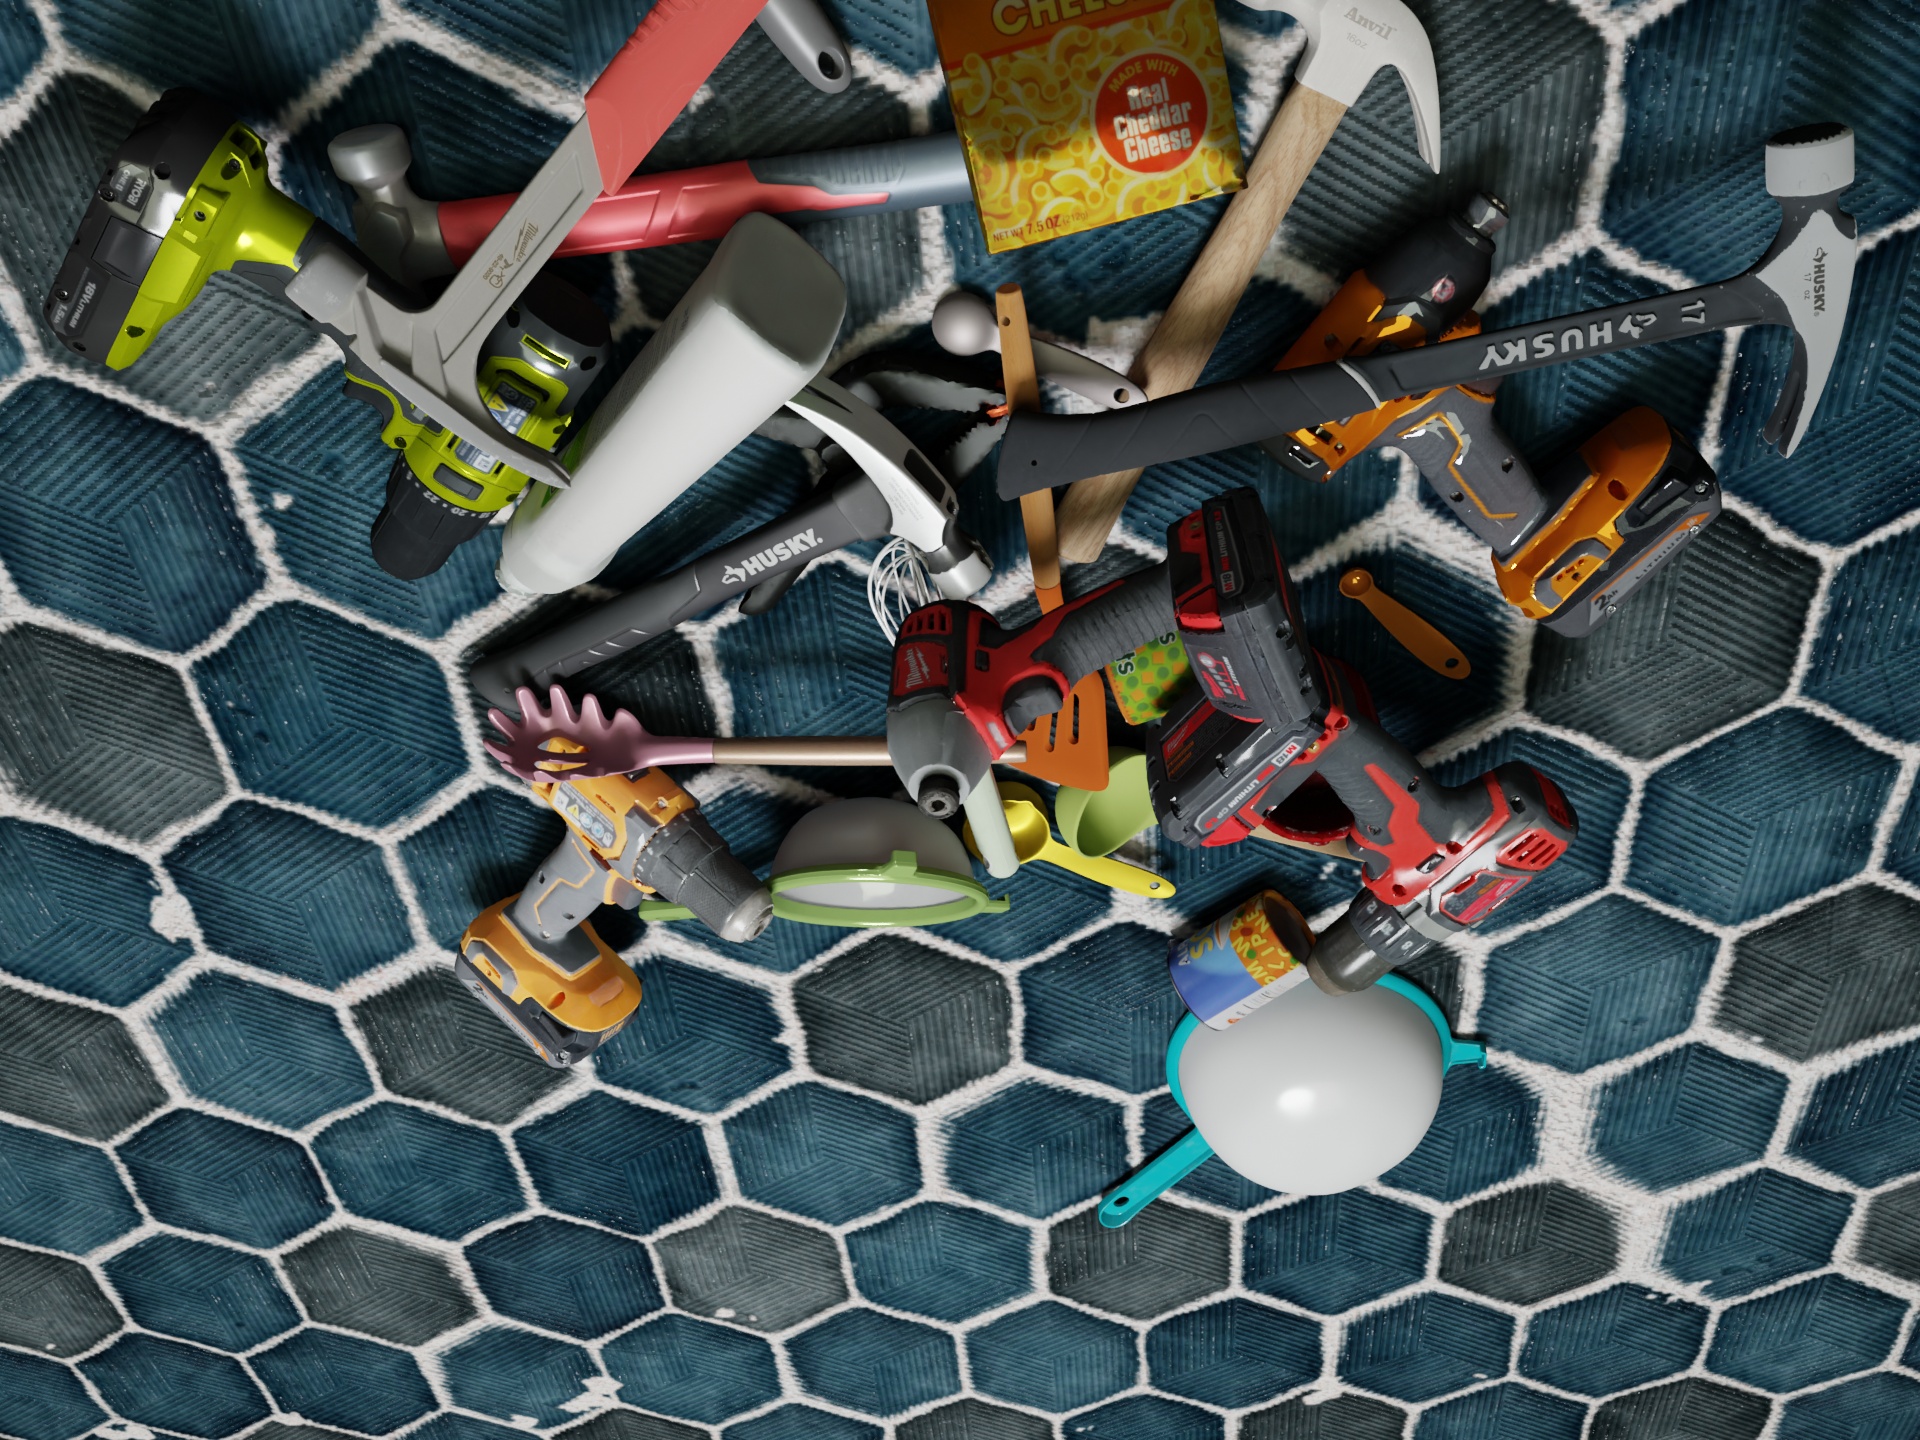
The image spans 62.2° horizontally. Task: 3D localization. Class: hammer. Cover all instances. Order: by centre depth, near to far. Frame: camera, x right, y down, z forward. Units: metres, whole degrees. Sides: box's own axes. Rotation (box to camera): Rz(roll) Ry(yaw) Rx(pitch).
[{"bbox_3d":[-0.130,-0.277,0.705,0.149,0.037,0.359,37,101,-27],"label":"hammer"},{"bbox_3d":[0.215,-0.164,0.773,0.409,0.036,0.149,-11,118,11],"label":"hammer"},{"bbox_3d":[-0.108,-0.248,0.800,0.386,0.038,0.143,-6,128,6],"label":"hammer"},{"bbox_3d":[0.130,-0.217,0.822,0.130,0.031,0.331,20,126,-13],"label":"hammer"},{"bbox_3d":[-0.156,-0.078,0.899,0.335,0.035,0.146,-21,122,29],"label":"hammer"}]

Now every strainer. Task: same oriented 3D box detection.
[{"bbox_3d":[-0.104,0.094,1.049,0.256,0.069,0.151,-7,161,26],"label":"strainer"},{"bbox_3d":[0.220,0.319,1.188,0.210,0.095,0.340,32,120,-21],"label":"strainer"}]

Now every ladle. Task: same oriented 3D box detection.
[{"bbox_3d":[0.213,0.078,1.030,0.320,0.062,0.078,13,115,-12],"label":"ladle"}]

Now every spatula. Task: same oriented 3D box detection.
[{"bbox_3d":[0.042,-0.091,0.882,0.081,0.041,0.322,18,141,27],"label":"spatula"}]

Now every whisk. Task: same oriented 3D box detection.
[{"bbox_3d":[-0.126,-0.374,0.699,0.055,0.055,0.238,-29,126,22],"label":"whisk"},{"bbox_3d":[-0.002,-0.003,0.962,0.059,0.058,0.246,-23,121,-10],"label":"whisk"}]

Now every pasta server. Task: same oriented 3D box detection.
[{"bbox_3d":[-0.119,0.014,0.936,0.316,0.060,0.040,0,148,2],"label":"pasta server"}]

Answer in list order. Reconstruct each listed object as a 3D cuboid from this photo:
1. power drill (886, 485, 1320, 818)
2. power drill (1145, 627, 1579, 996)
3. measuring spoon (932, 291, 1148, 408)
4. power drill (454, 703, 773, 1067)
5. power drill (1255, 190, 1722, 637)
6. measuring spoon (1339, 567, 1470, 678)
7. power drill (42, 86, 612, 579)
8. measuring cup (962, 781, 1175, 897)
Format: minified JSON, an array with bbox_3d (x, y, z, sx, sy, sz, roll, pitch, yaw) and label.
[{"bbox_3d":[0.063,-0.027,0.817,0.219,0.143,0.078,-18,127,17],"label":"power drill"},{"bbox_3d":[0.211,0.065,0.905,0.226,0.080,0.188,28,123,-22],"label":"power drill"},{"bbox_3d":[0.040,-0.188,0.833,0.124,0.018,0.034,24,128,4],"label":"measuring spoon"},{"bbox_3d":[-0.223,0.125,1.023,0.185,0.084,0.226,39,124,12],"label":"power drill"},{"bbox_3d":[0.284,-0.159,0.834,0.226,0.084,0.164,30,121,-16],"label":"power drill"},{"bbox_3d":[0.268,-0.058,0.955,0.116,0.011,0.021,34,122,-26],"label":"measuring spoon"},{"bbox_3d":[-0.314,-0.179,0.789,0.228,0.080,0.190,30,124,-25],"label":"power drill"},{"bbox_3d":[0.074,0.083,1.056,0.156,0.029,0.062,21,125,-17],"label":"measuring cup"}]
